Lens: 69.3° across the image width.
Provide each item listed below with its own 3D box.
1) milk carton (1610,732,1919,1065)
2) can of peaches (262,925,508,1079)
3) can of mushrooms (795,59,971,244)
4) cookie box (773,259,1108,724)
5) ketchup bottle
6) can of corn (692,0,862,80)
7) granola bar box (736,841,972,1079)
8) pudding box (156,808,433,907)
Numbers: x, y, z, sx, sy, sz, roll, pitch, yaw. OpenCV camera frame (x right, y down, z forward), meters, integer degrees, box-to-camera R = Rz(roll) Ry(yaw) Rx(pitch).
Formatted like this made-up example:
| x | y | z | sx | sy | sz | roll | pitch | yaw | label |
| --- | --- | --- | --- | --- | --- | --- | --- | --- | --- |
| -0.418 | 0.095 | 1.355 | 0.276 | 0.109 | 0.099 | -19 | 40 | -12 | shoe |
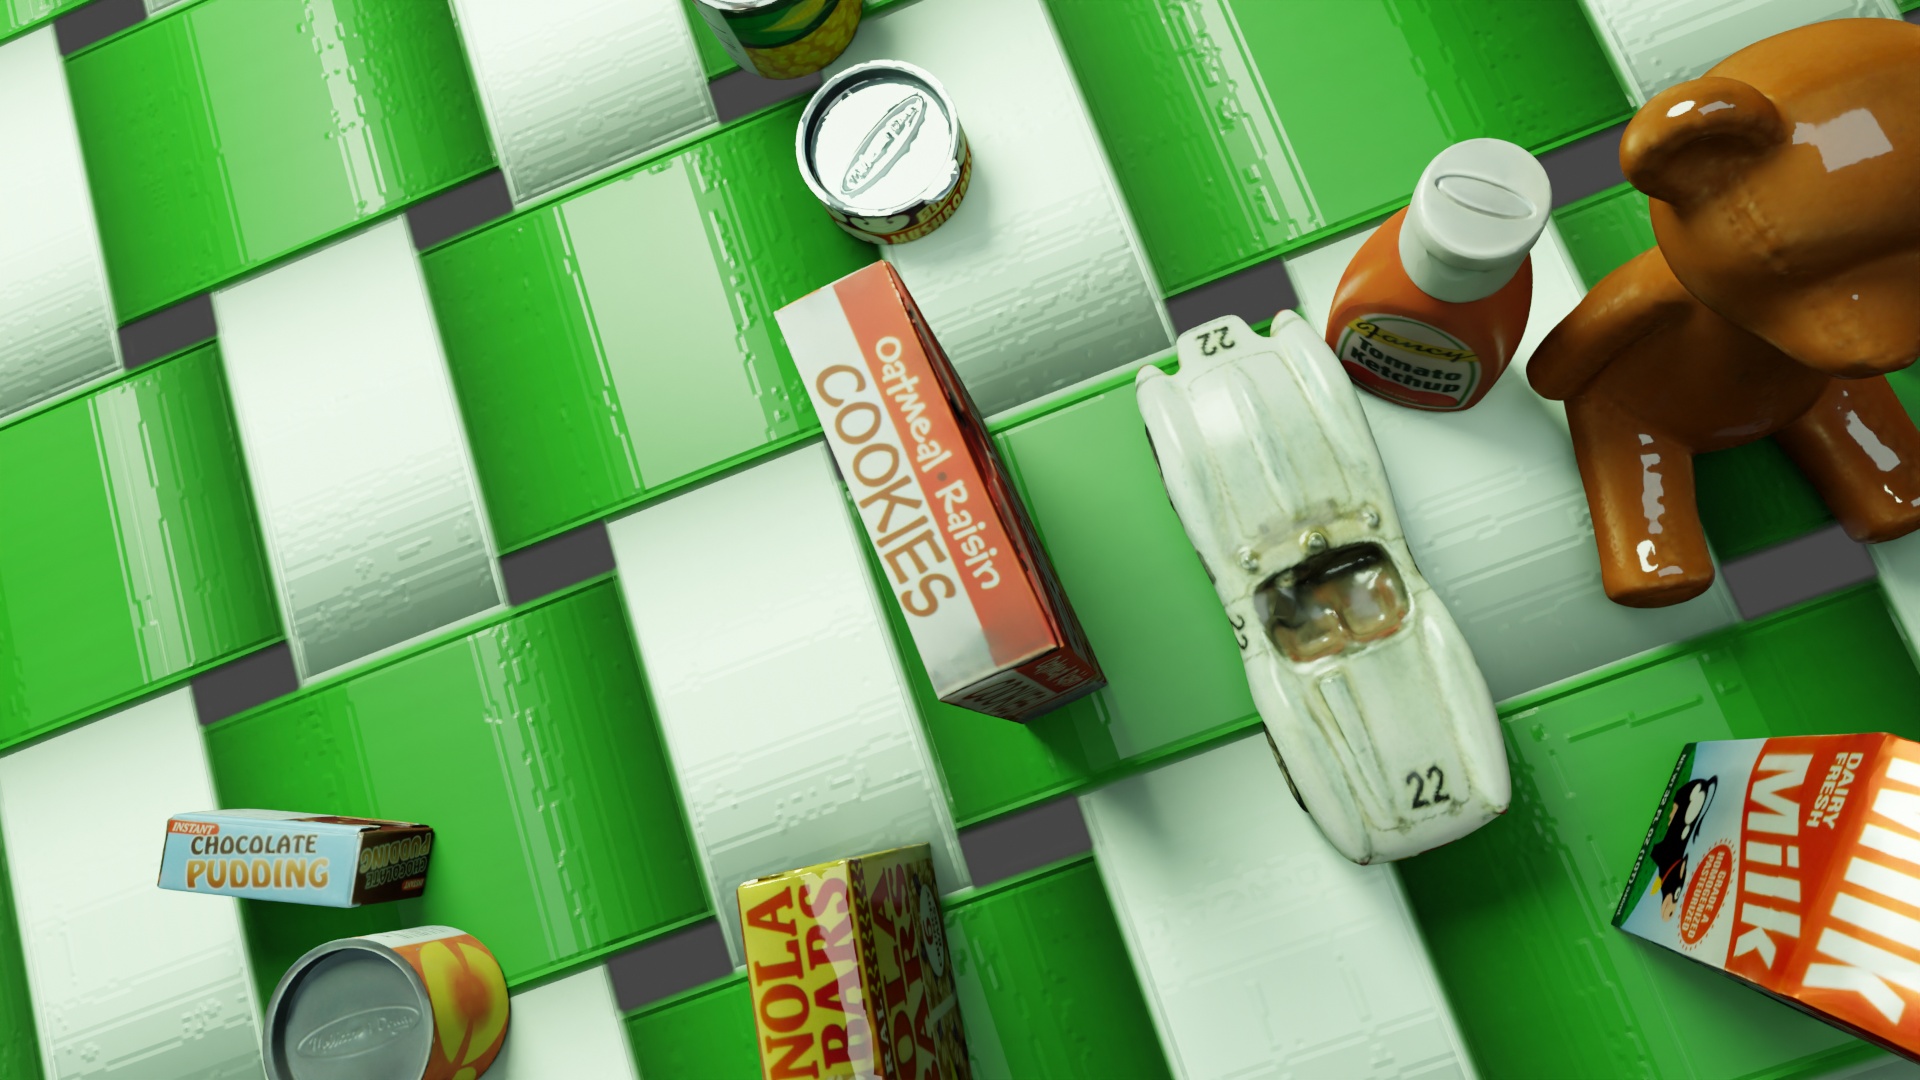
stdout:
| x | y | z | sx | sy | sz | roll | pitch | yaw | label |
| --- | --- | --- | --- | --- | --- | --- | --- | --- | --- |
| 0.253 | 0.100 | 0.382 | 0.073 | 0.190 | 0.072 | 24 | 85 | 13 | milk carton |
| -0.211 | 0.181 | 0.516 | 0.071 | 0.058 | 0.071 | -2 | 80 | 10 | can of peaches |
| -0.028 | -0.154 | 0.558 | 0.071 | 0.033 | 0.071 | -2 | 80 | 10 | can of mushrooms |
| 0.002 | -0.006 | 0.457 | 0.040 | 0.167 | 0.123 | -26 | 77 | 5 | cookie box |
| 0.157 | -0.083 | 0.454 | 0.065 | 0.148 | 0.043 | 22 | 85 | 13 | ketchup bottle |
| -0.076 | -0.233 | 0.568 | 0.071 | 0.058 | 0.071 | -2 | 80 | 10 | can of corn |
| -0.025 | 0.186 | 0.449 | 0.039 | 0.124 | 0.166 | -13 | 78 | 8 | granola bar box |
| -0.257 | 0.122 | 0.539 | 0.084 | 0.049 | 0.030 | 2 | 81 | 10 | pudding box |
